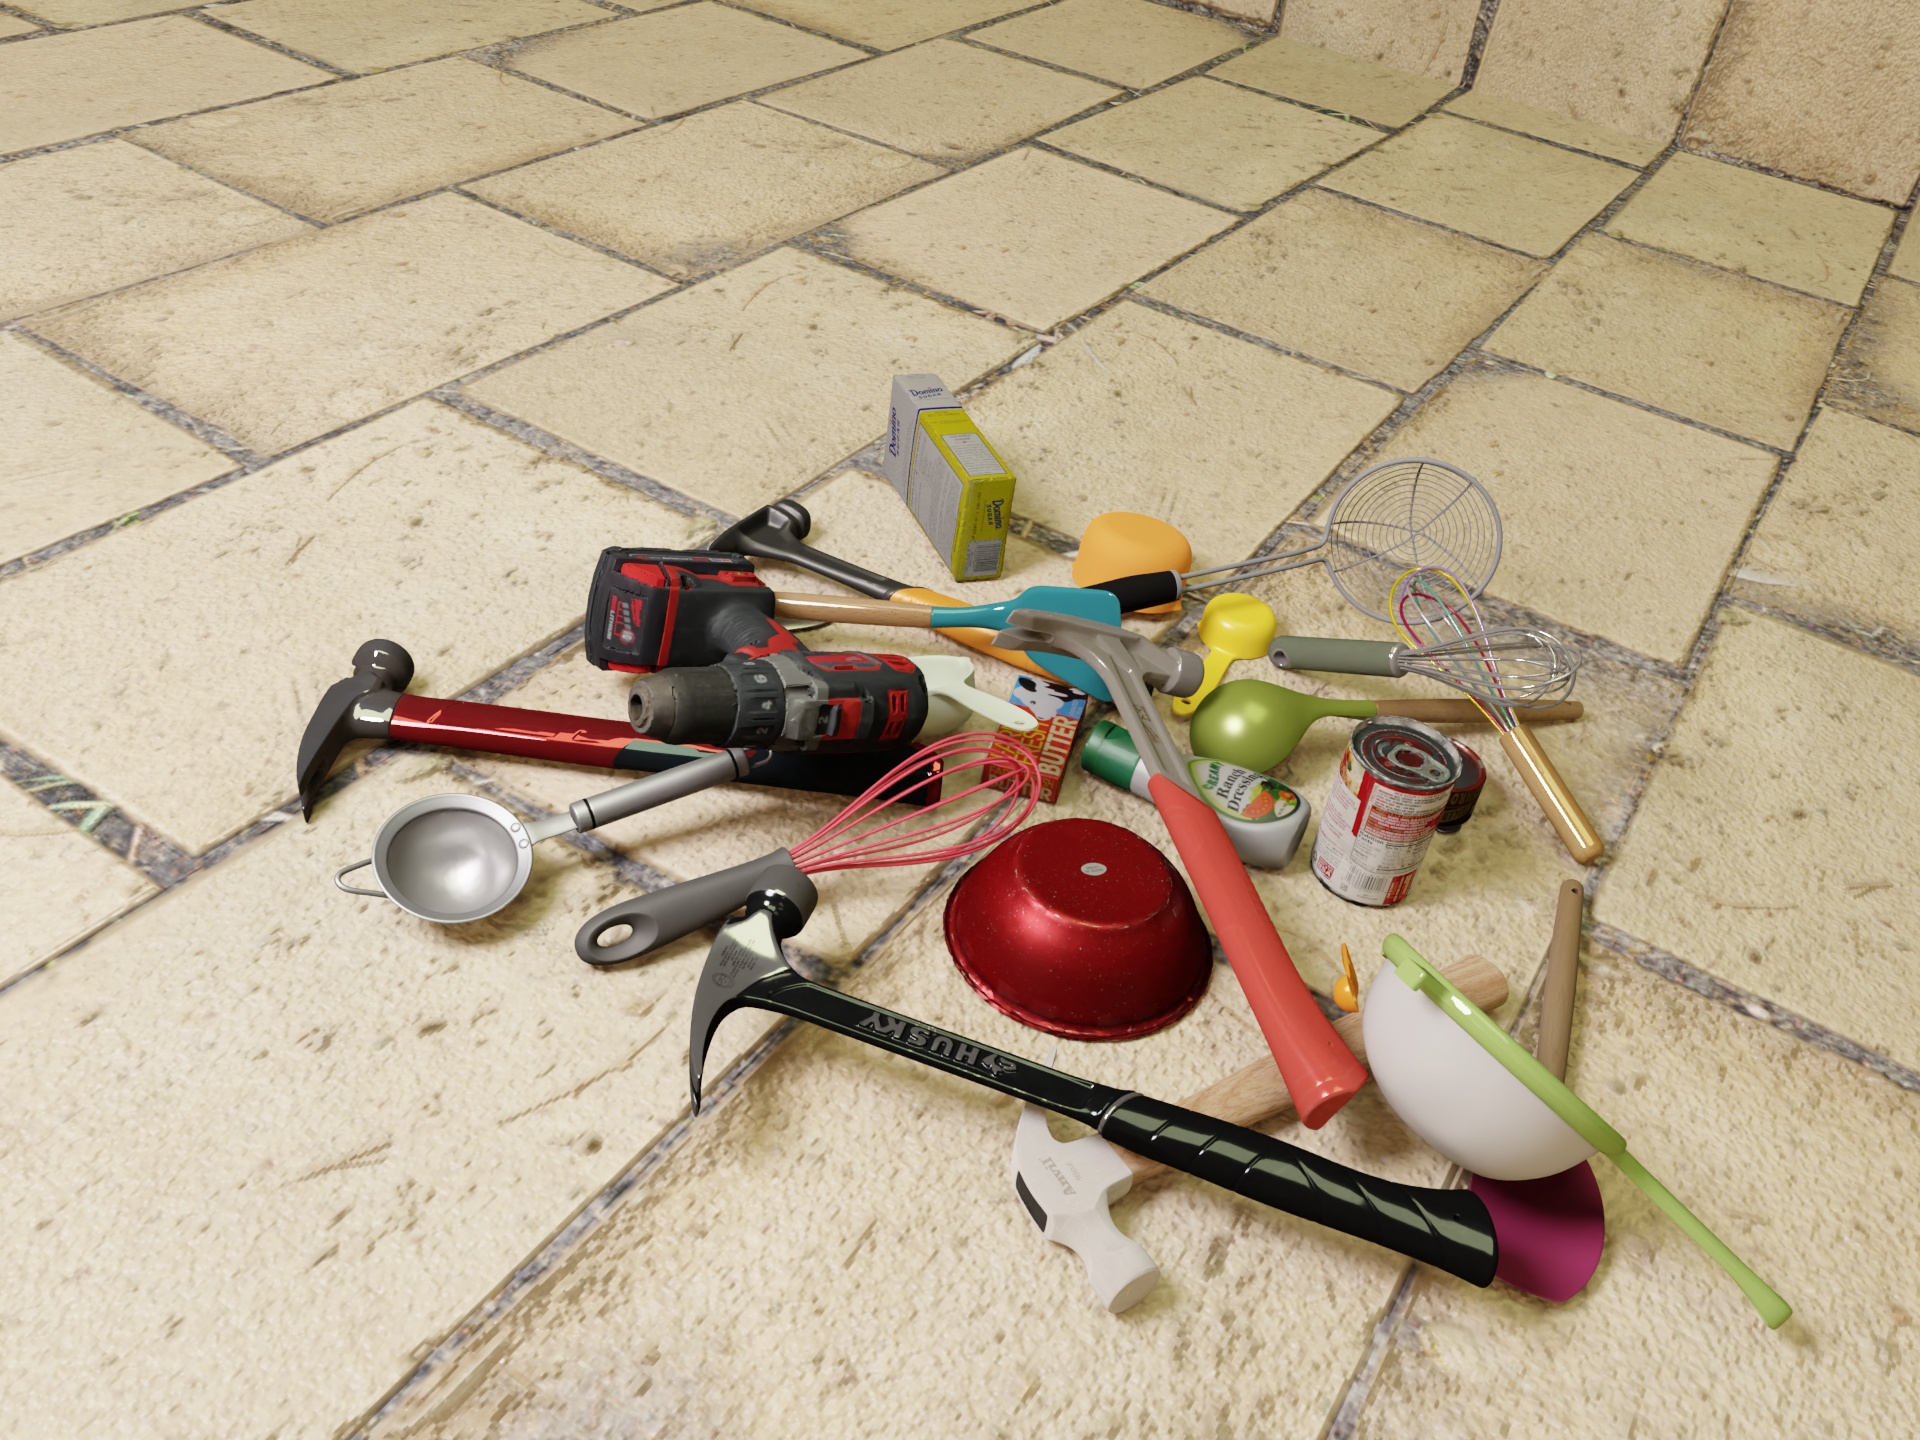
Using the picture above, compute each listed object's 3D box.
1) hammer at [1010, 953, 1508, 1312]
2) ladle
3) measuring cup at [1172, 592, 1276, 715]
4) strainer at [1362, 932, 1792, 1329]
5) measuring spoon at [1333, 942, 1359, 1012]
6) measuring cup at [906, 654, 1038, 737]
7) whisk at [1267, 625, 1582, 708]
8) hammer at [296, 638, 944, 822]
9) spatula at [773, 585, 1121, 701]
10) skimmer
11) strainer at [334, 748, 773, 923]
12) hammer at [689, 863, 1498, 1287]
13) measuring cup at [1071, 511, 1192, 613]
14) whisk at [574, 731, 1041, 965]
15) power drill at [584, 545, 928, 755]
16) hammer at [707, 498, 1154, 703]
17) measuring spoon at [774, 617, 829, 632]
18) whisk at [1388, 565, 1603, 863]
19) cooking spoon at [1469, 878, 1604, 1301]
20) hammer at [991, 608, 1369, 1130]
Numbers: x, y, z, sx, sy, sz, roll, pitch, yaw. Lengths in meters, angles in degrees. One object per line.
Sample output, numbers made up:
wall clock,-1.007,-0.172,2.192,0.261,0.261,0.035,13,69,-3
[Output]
hammer,0.170,0.191,0.854,0.331,0.031,0.130,-17,45,-30
ladle,0.307,0.003,1.122,0.320,0.062,0.078,0,33,-22
measuring cup,0.189,-0.050,1.165,0.062,0.029,0.156,22,37,17
strainer,0.291,0.218,0.794,0.256,0.069,0.151,45,5,11
measuring spoon,0.208,0.139,0.865,0.011,0.021,0.117,-19,-1,13
measuring cup,-0.002,-0.003,1.024,0.083,0.038,0.168,-18,25,-30
whisk,0.310,-0.042,1.095,0.059,0.057,0.246,-35,26,-31
hammer,-0.204,0.026,0.987,0.386,0.038,0.143,7,39,-2
spatula,-0.047,-0.070,1.093,0.317,0.082,0.044,5,32,9
skimmer,0.220,-0.106,1.146,0.363,0.127,0.090,-13,16,-22
strainer,-0.225,0.060,0.917,0.258,0.050,0.087,-20,60,-23
hammer,0.058,0.189,0.779,0.409,0.036,0.149,18,40,10
measuring cup,0.114,-0.112,1.188,0.095,0.052,0.173,26,29,20
whisk,-0.082,0.076,0.923,0.296,0.073,0.073,-21,46,-21
power drill,-0.152,-0.038,0.979,0.187,0.080,0.227,-2,22,-40
hammer,-0.020,-0.078,1.151,0.337,0.034,0.127,22,33,15
measuring spoon,-0.150,-0.072,1.139,0.124,0.018,0.034,-8,40,-21
whisk,0.367,-0.007,1.099,0.047,0.051,0.245,-18,62,-12
cooking spoon,0.333,0.192,0.894,0.069,0.017,0.319,20,40,12
hammer,0.132,0.069,0.911,0.149,0.036,0.360,11,39,-29
